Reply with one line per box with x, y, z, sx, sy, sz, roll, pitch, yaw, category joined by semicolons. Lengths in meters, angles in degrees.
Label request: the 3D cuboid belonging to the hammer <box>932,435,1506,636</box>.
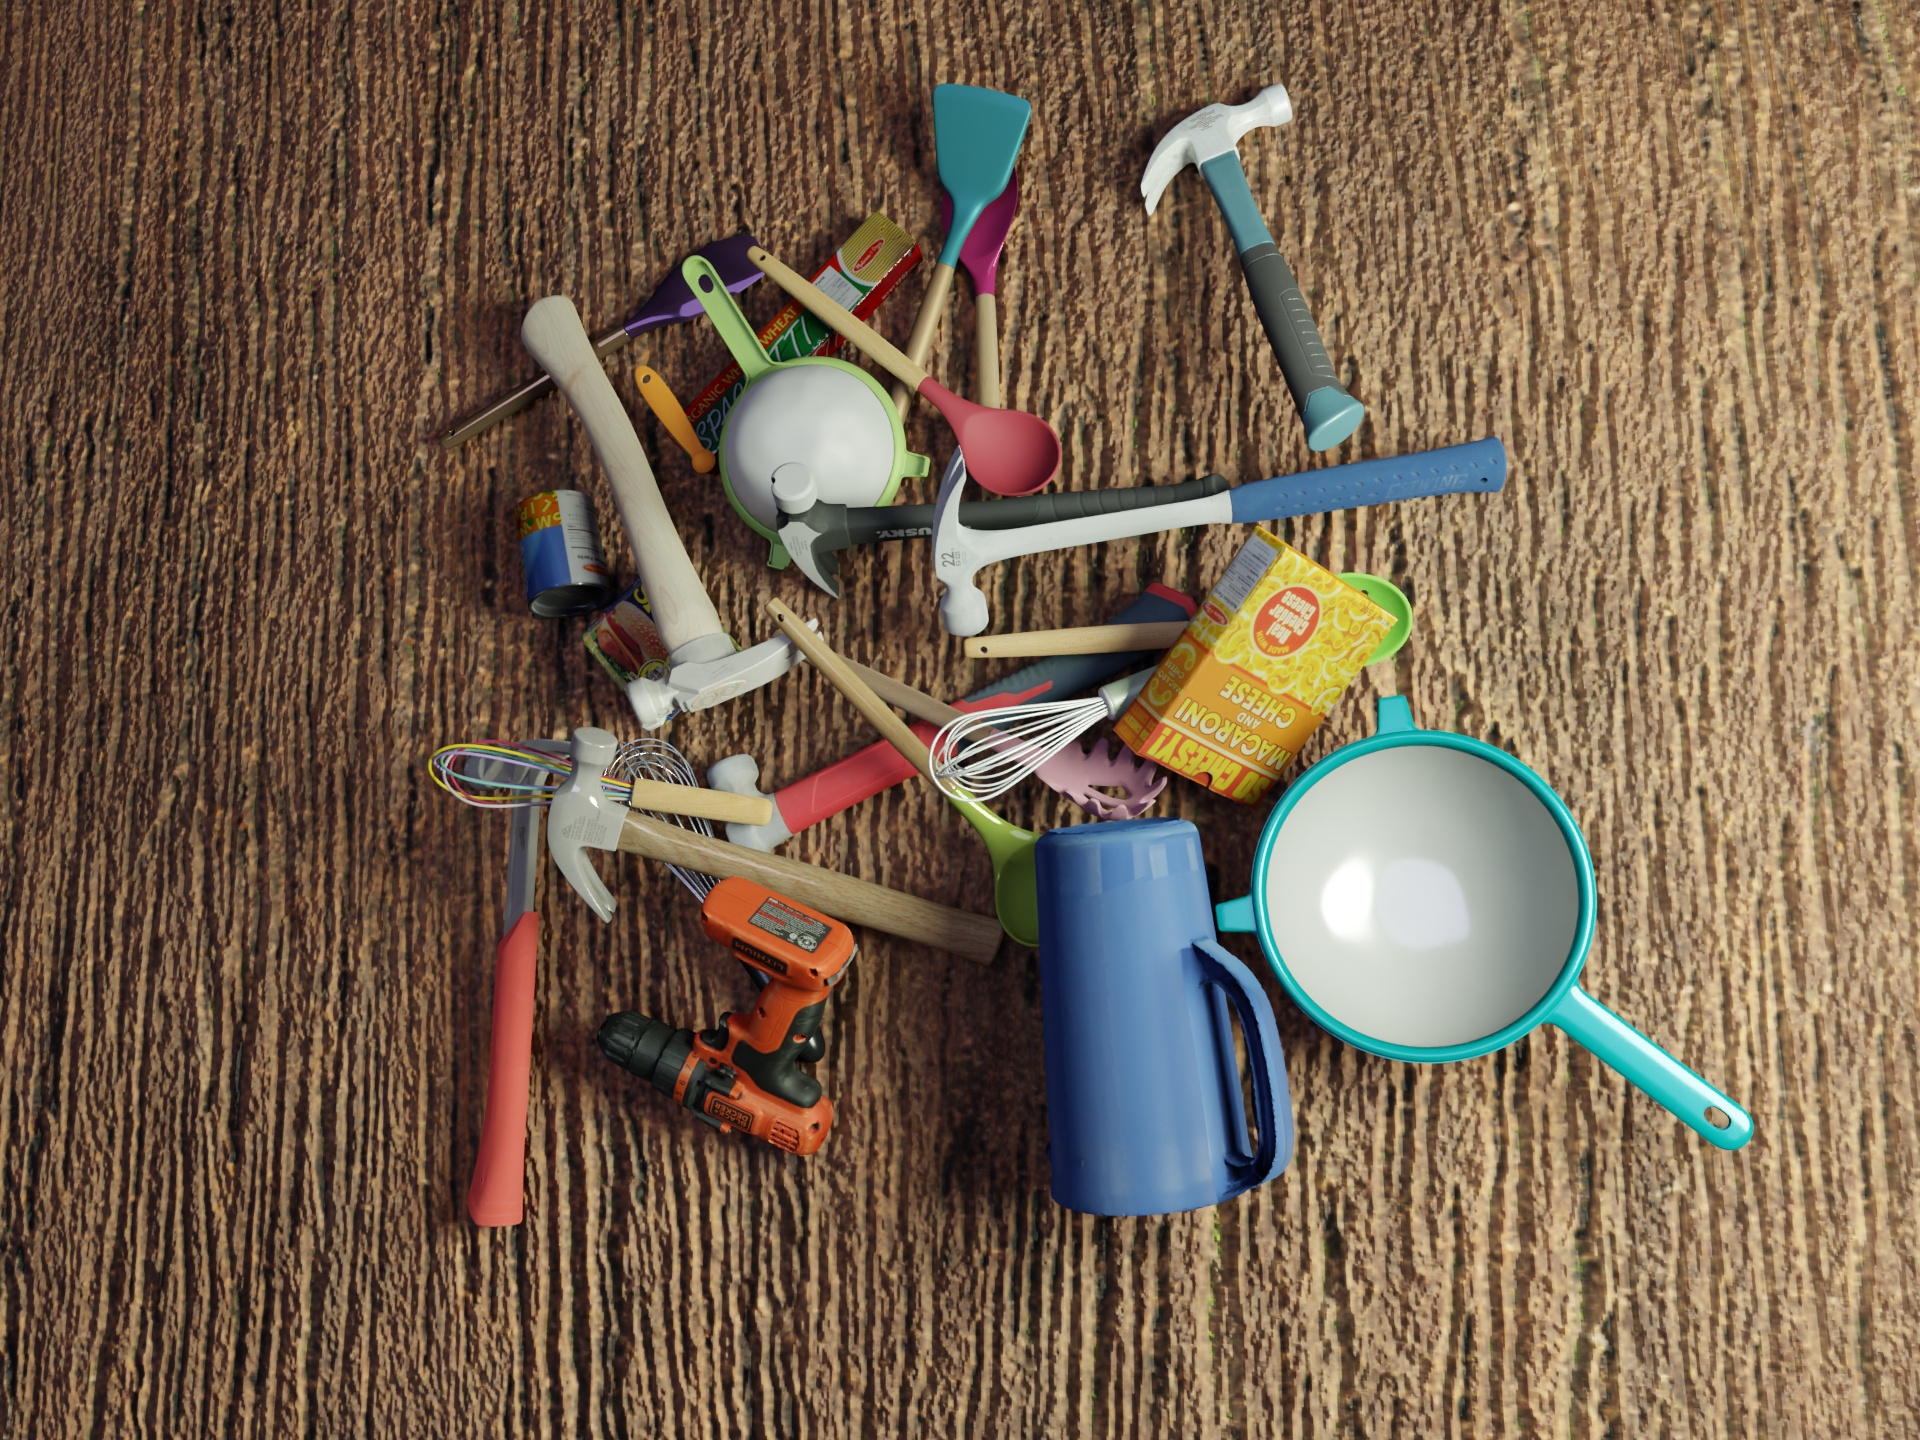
0.179;-0.153;1.119;0.405;0.143;0.035;-9;42;0;hammer

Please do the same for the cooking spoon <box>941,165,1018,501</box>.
0.020;-0.309;1.251;0.069;0.017;0.319;-8;76;26;cooking spoon

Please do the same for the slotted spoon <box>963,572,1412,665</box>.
0.159;-0.063;1.125;0.314;0.031;0.070;-4;111;1;slotted spoon

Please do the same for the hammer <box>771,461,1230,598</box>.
0.035;-0.148;1.173;0.335;0.146;0.035;-4;66;1;hammer

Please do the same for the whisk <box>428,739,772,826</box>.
-0.259;0.051;1.151;0.245;0.051;0.047;9;102;-10;whisk

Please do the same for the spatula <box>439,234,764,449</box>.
-0.302;-0.314;1.331;0.316;0.018;0.060;-31;68;4;spatula

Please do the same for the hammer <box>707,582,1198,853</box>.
0.007;0.017;1.172;0.386;0.038;0.143;-27;74;7;hammer

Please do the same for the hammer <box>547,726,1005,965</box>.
-0.130;0.114;1.129;0.331;0.031;0.130;18;109;-4;hammer

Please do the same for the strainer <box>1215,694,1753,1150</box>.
0.349;0.154;1.030;0.340;0.095;0.211;38;92;16;strainer

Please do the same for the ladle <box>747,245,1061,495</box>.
-0.049;-0.274;1.225;0.315;0.031;0.069;40;84;13;ladle

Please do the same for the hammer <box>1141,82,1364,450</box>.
0.222;-0.331;1.159;0.128;0.033;0.331;-19;59;9;hammer

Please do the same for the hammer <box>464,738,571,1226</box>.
-0.329;0.194;1.198;0.149;0.036;0.359;-6;79;38;hammer

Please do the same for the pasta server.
-0.002;-0.004;1.139;0.316;0.040;0.060;25;54;17;pasta server

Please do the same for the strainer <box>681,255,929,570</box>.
-0.149;-0.254;1.219;0.151;0.069;0.256;-32;86;8;strainer

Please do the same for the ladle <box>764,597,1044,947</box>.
-0.026;0.033;1.120;0.078;0.062;0.320;-44;91;13;ladle

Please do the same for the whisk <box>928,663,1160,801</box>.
0.093;-0.008;1.087;0.246;0.058;0.059;-21;91;-8;whisk

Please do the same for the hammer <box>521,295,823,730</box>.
-0.246;-0.186;1.234;0.146;0.038;0.411;-24;63;-7;hammer

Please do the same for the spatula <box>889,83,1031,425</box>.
-0.025;-0.336;1.245;0.082;0.044;0.317;17;88;15;spatula

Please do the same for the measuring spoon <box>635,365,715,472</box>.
-0.231;-0.243;1.270;0.021;0.011;0.117;-37;71;5;measuring spoon

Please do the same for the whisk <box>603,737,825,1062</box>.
-0.180;0.132;1.186;0.070;0.070;0.285;-35;78;4;whisk
